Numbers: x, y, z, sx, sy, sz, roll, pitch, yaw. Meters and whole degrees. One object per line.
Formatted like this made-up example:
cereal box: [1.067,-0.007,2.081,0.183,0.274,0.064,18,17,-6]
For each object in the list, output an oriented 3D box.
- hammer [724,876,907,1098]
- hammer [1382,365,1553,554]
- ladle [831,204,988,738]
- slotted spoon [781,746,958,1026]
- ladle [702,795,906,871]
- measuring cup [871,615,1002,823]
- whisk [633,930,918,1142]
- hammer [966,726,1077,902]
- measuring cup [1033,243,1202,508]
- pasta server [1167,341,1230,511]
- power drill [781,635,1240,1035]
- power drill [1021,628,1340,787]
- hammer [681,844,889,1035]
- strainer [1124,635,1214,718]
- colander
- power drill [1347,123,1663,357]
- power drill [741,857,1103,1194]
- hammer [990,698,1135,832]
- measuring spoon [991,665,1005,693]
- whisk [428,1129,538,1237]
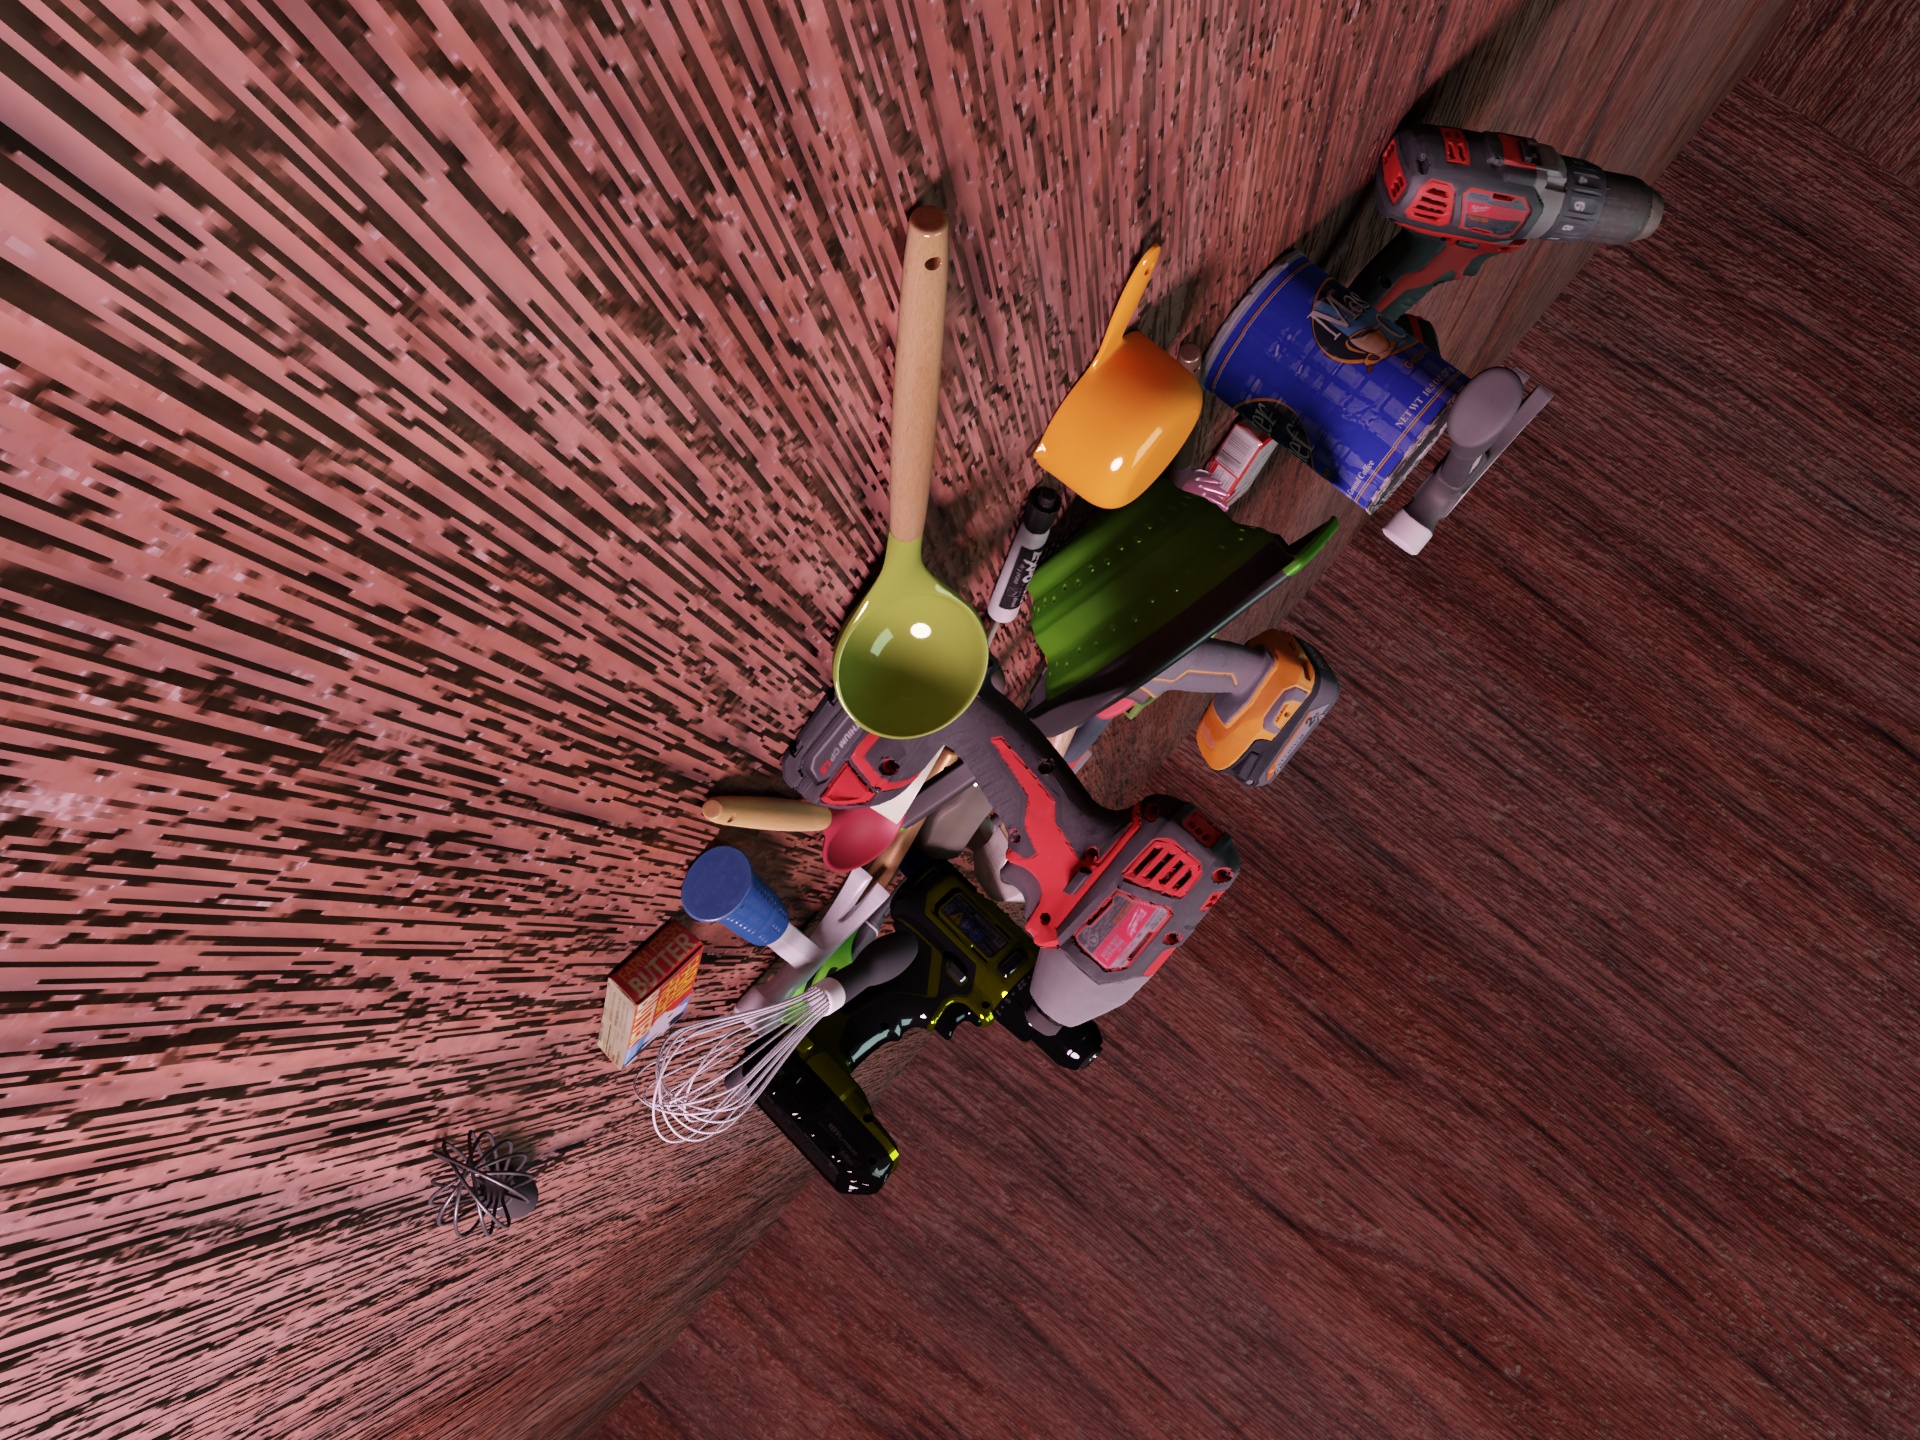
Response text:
hammer: [-0.067,0.165,1.361,0.409,0.036,0.149,-51,168,6]
hammer: [0.329,-0.182,1.013,0.146,0.035,0.334,-51,170,10]
ladle: [-0.017,-0.083,0.651,0.078,0.062,0.320,-18,157,-12]
slotted spoon: [-0.070,0.136,1.248,0.070,0.031,0.313,7,128,-31]
ladle: [-0.089,0.057,0.920,0.069,0.031,0.315,-53,168,3]
measuring cup: [-0.016,-0.018,0.959,0.168,0.038,0.083,-64,-176,-24]
whisk: [-0.107,0.191,1.037,0.284,0.070,0.070,-25,154,-56]
hammer: [0.076,-0.004,1.164,0.031,0.130,0.331,3,123,-28]
measuring cup: [0.093,-0.170,0.800,0.095,0.052,0.173,-46,171,-21]
pasta server: [0.155,-0.180,1.071,0.060,0.040,0.316,-46,168,-3]
power drill: [0.022,0.056,0.834,0.143,0.220,0.078,-53,169,17]
power drill: [0.163,-0.018,1.262,0.185,0.226,0.084,-56,-149,26]
hammer: [-0.117,0.130,1.025,0.144,0.035,0.405,-48,169,-10]
strainer: [0.178,-0.102,1.361,0.151,0.069,0.256,-47,166,-8]
colander: [0.053,-0.045,1.033,0.397,0.094,0.204,-35,-178,32]
power drill: [0.339,-0.296,1.076,0.226,0.188,0.080,116,-24,-57]
power drill: [-0.026,0.234,1.164,0.228,0.191,0.080,-40,163,-24]
hammer: [0.113,0.017,1.491,0.143,0.038,0.386,-47,175,-20]
measuring spoon: [-0.002,-0.003,1.015,0.124,0.018,0.034,-41,-154,56]
whisk: [-0.255,0.260,0.882,0.055,0.055,0.239,-46,173,-19]
